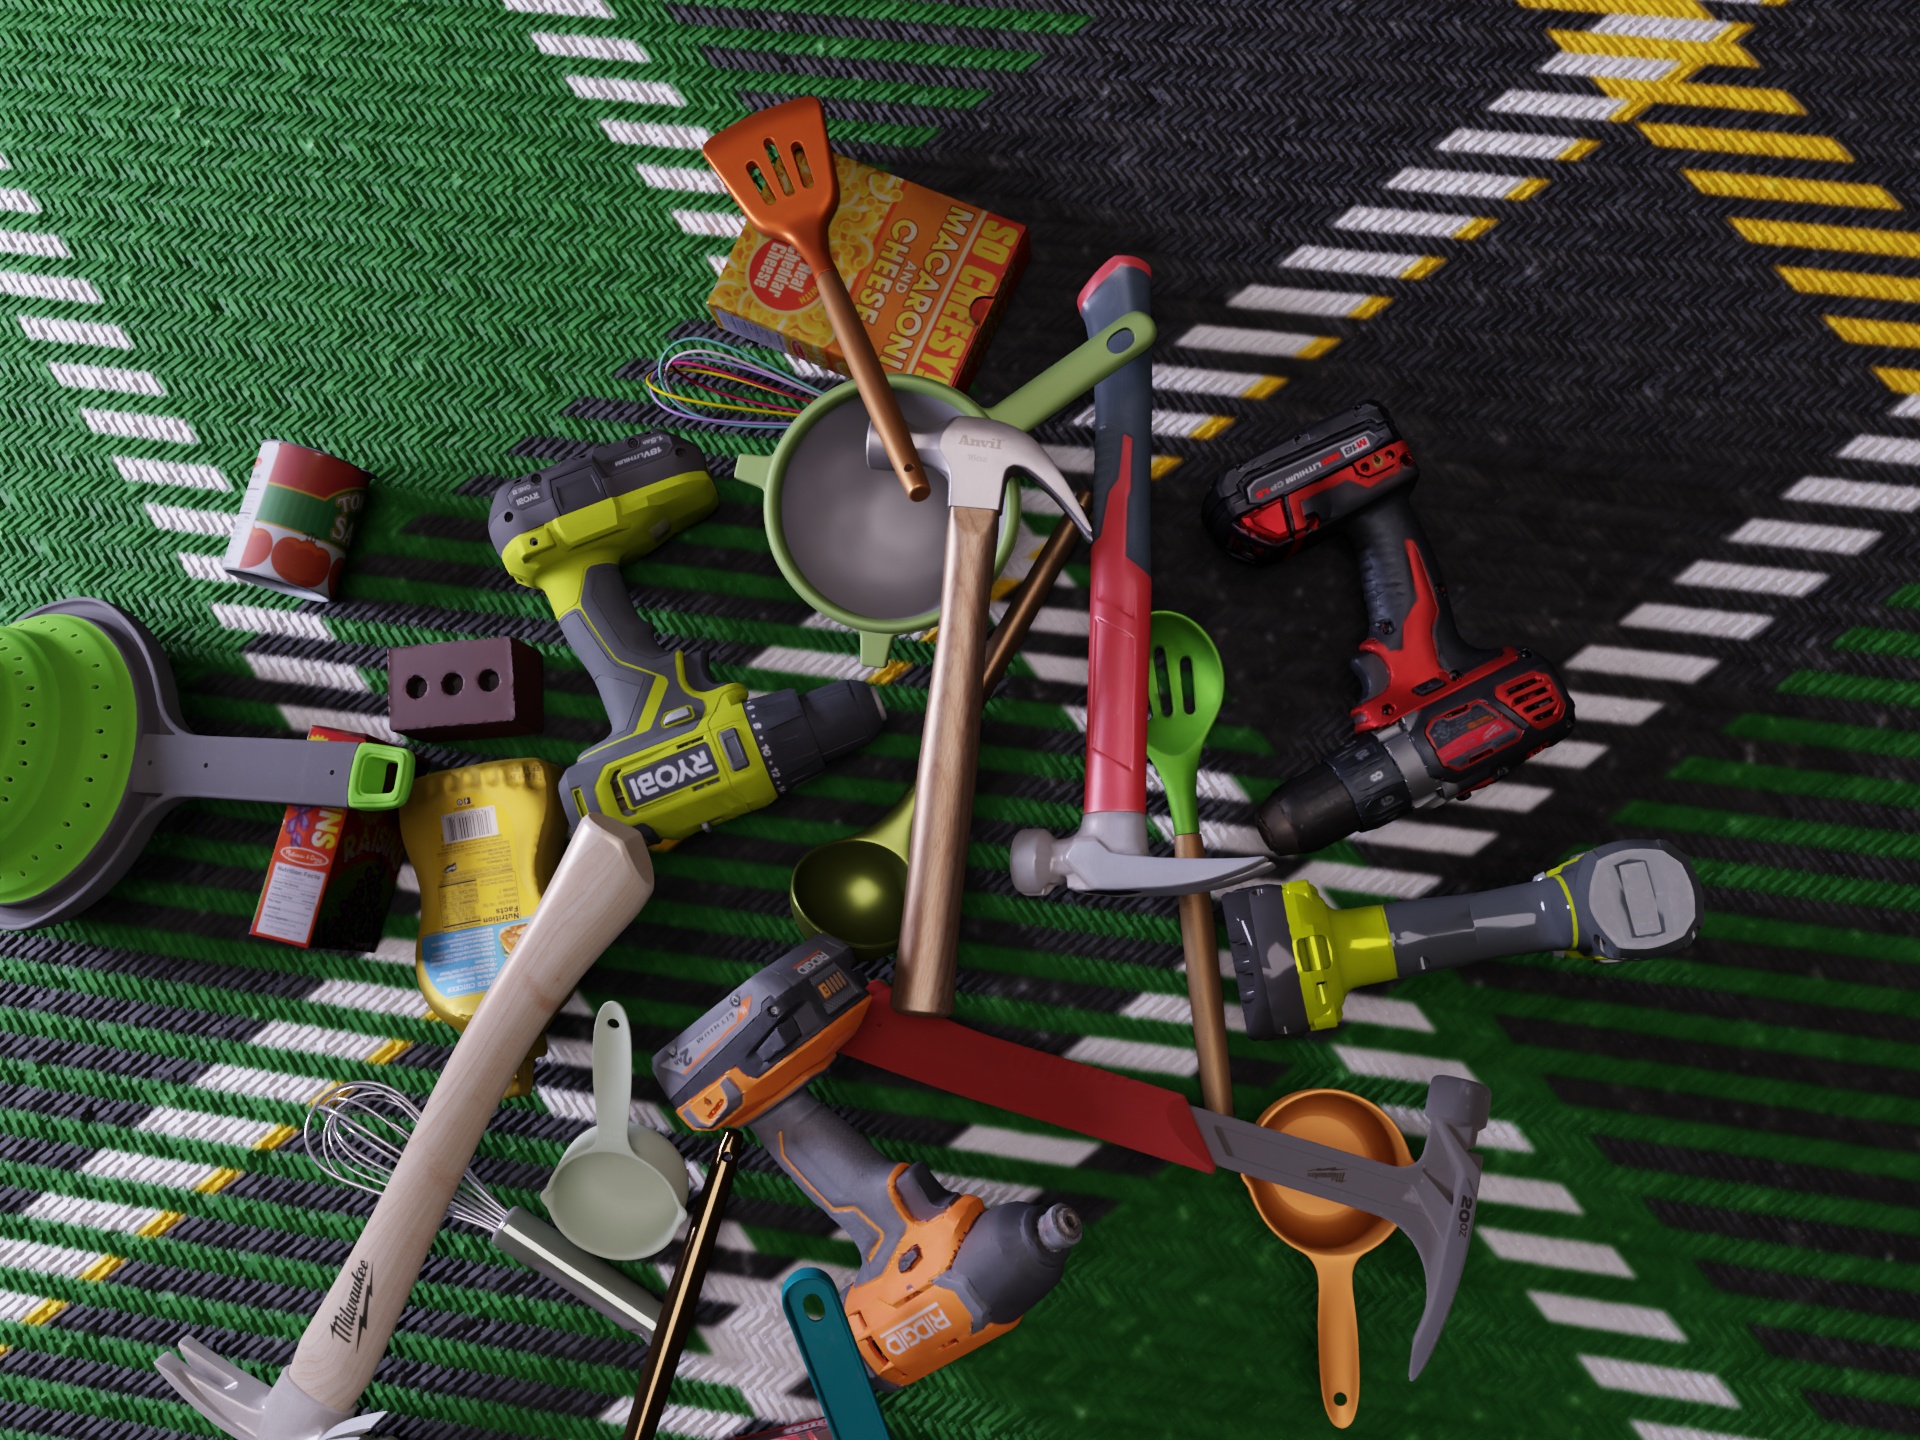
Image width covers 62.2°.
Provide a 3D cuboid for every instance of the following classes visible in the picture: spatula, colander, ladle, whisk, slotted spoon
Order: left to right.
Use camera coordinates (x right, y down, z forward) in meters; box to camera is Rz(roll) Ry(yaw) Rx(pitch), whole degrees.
[{"bbox_3d":[-0.490,0.018,0.892,0.397,0.094,0.204,2,78,22],"label":"colander"},{"bbox_3d":[-0.266,0.284,0.907,0.246,0.057,0.059,31,53,5],"label":"whisk"},{"bbox_3d":[-0.171,0.380,0.866,0.069,0.031,0.315,17,78,-2],"label":"ladle"},{"bbox_3d":[-0.073,-0.246,0.917,0.081,0.041,0.323,-23,55,1],"label":"spatula"},{"bbox_3d":[-0.074,-0.191,0.982,0.245,0.047,0.051,12,93,2],"label":"whisk"},{"bbox_3d":[0.001,-0.004,0.933,0.078,0.062,0.320,29,80,6],"label":"ladle"},{"bbox_3d":[0.132,0.092,0.920,0.070,0.031,0.314,-6,81,4],"label":"slotted spoon"}]

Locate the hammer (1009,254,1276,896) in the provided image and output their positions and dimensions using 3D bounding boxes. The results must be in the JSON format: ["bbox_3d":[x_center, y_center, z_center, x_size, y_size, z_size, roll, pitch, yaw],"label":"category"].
[{"bbox_3d":[0.107,-0.092,0.916,0.143,0.038,0.386,-3,73,21],"label":"hammer"}]

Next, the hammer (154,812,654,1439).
[{"bbox_3d":[-0.290,0.227,0.865,0.146,0.038,0.410,30,98,3],"label":"hammer"}]

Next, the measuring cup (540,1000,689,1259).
[{"bbox_3d":[-0.187,0.220,0.879,0.083,0.038,0.167,6,111,4],"label":"measuring cup"}]

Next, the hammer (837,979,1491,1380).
[{"bbox_3d":[0.090,0.221,0.855,0.359,0.036,0.149,13,75,19],"label":"hammer"}]

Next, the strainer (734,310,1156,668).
[{"bbox_3d":[0.006,-0.155,0.940,0.256,0.069,0.151,-35,87,4],"label":"strainer"}]

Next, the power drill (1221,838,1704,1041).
[{"bbox_3d":[0.259,0.113,0.844,0.223,0.171,0.080,-11,79,11],"label":"power drill"}]

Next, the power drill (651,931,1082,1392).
[{"bbox_3d":[-0.045,0.230,0.845,0.164,0.084,0.226,-40,83,31],"label":"power drill"}]

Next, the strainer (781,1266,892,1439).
[{"bbox_3d":[-0.021,0.442,0.788,0.211,0.095,0.340,-20,95,-4],"label":"strainer"}]

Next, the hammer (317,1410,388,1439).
[{"bbox_3d":[-0.209,0.442,0.799,0.331,0.033,0.128,10,113,22],"label":"hammer"}]

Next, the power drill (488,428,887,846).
[{"bbox_3d":[-0.166,-0.049,0.944,0.190,0.080,0.228,-22,81,-5],"label":"power drill"}]

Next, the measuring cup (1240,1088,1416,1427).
[{"bbox_3d":[0.200,0.288,0.867,0.095,0.052,0.174,-1,81,4],"label":"measuring cup"}]

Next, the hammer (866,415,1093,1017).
[{"bbox_3d":[-0.001,-0.003,0.880,0.130,0.031,0.331,5,87,5],"label":"hammer"}]

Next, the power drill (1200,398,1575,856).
[{"bbox_3d":[0.220,-0.047,0.916,0.188,0.080,0.227,-27,82,0],"label":"power drill"}]
